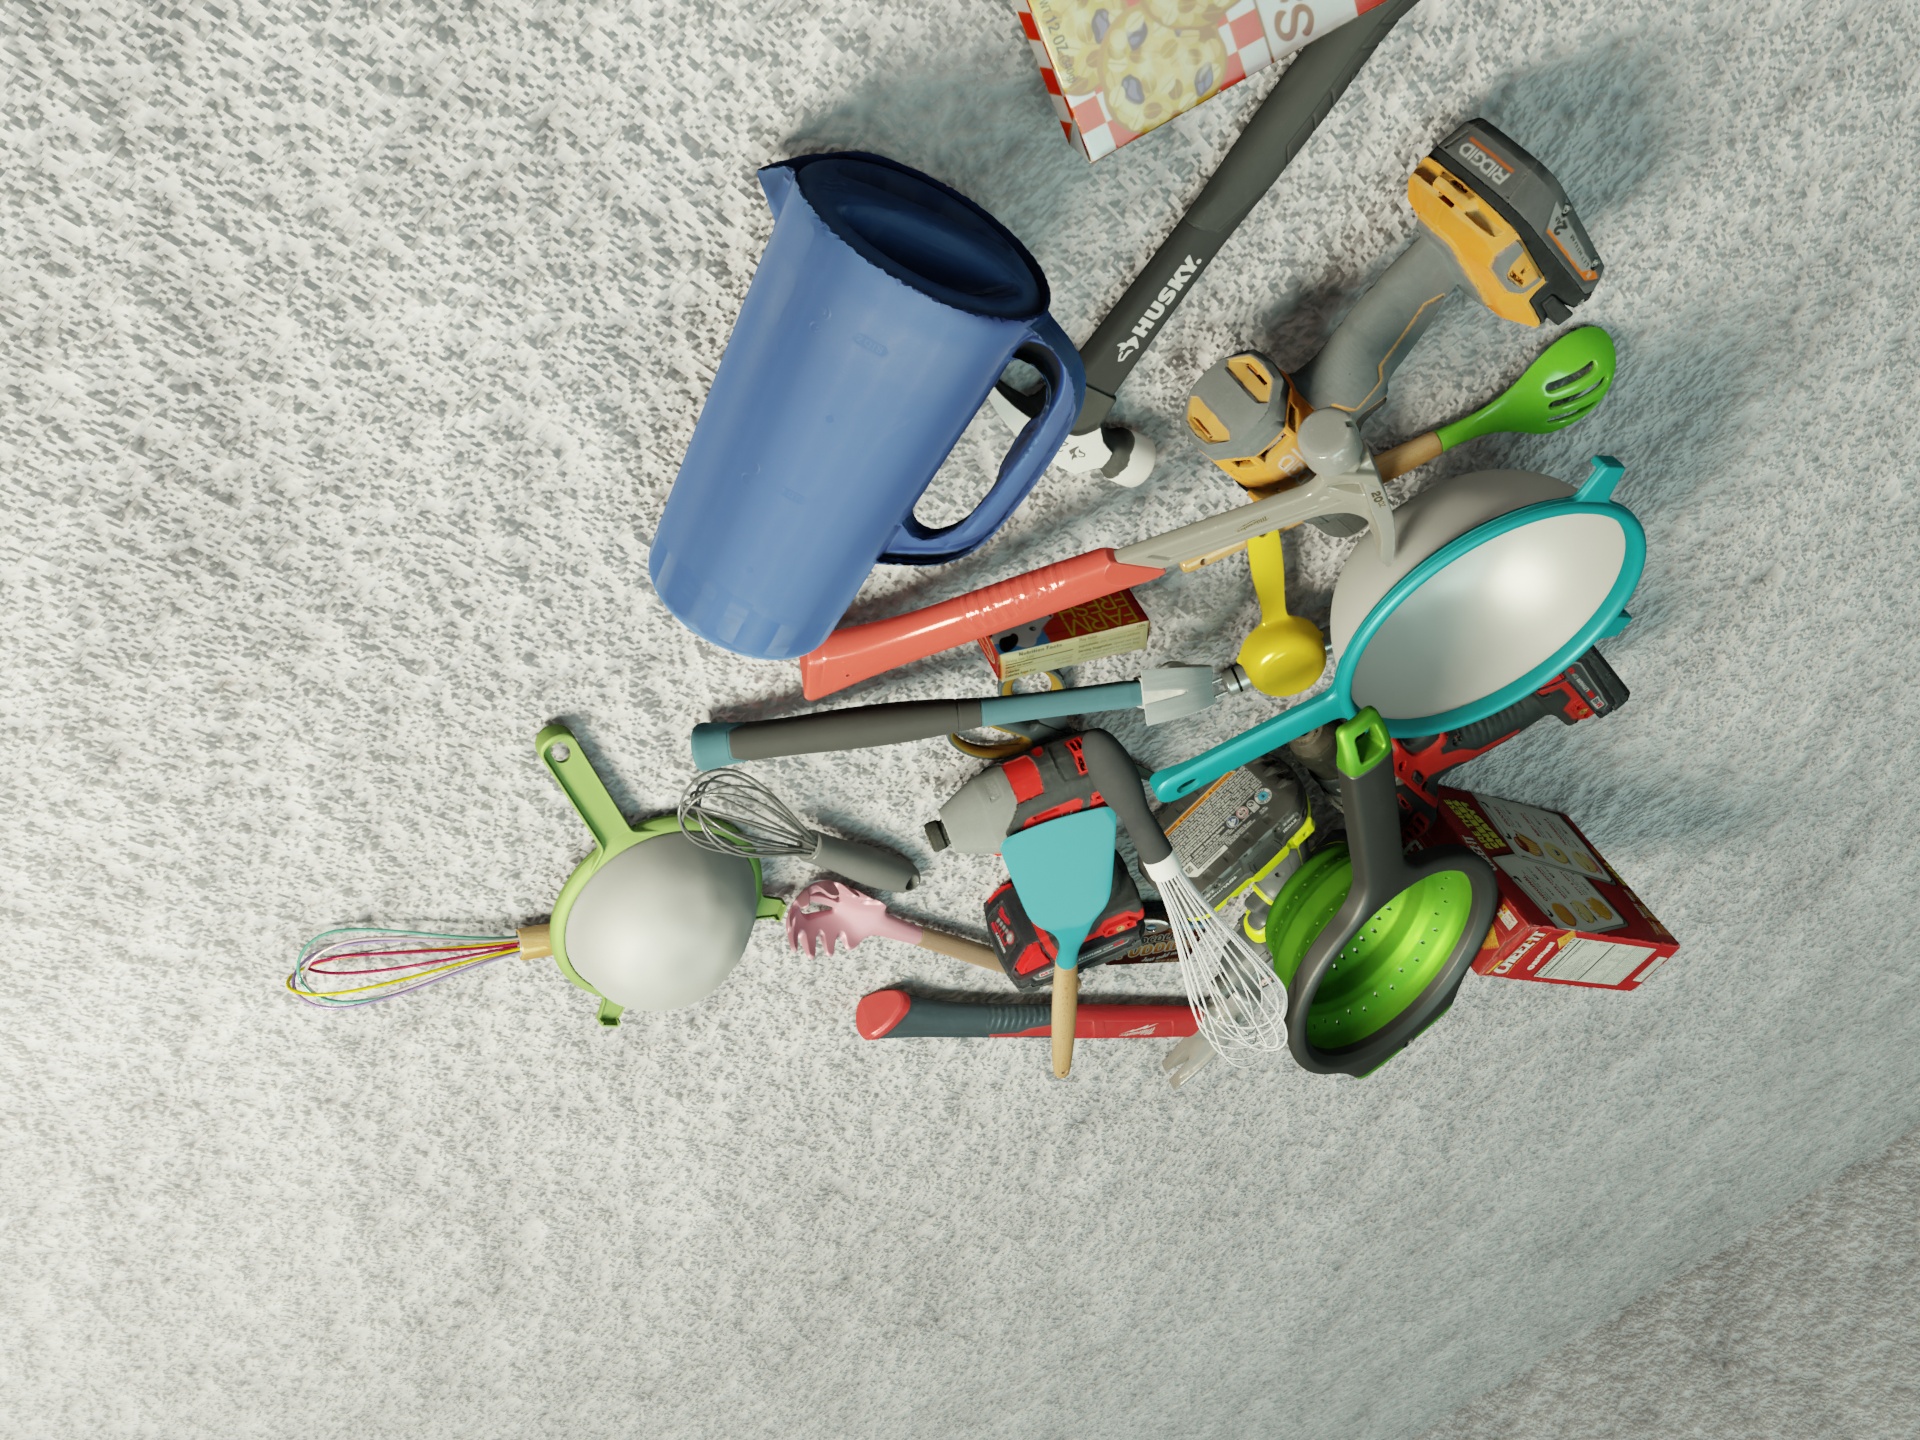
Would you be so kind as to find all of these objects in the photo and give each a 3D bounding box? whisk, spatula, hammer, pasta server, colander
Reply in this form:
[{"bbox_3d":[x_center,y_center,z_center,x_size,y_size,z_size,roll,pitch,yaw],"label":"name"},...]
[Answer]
[{"bbox_3d":[0.149,0.122,1.075,0.070,0.070,0.284,-29,111,4],"label":"whisk"},{"bbox_3d":[0.075,0.179,1.165,0.082,0.044,0.317,-17,143,-11],"label":"spatula"},{"bbox_3d":[0.134,-0.273,0.833,0.146,0.035,0.334,15,125,-38],"label":"hammer"},{"bbox_3d":[-0.002,-0.003,0.998,0.331,0.128,0.033,-7,93,-4],"label":"hammer"},{"bbox_3d":[-0.101,0.082,1.079,0.055,0.055,0.238,-41,144,17],"label":"whisk"},{"bbox_3d":[0.078,0.268,1.370,0.386,0.038,0.143,7,131,-32],"label":"hammer"},{"bbox_3d":[-0.316,0.150,1.054,0.245,0.051,0.047,-7,171,-26],"label":"whisk"},{"bbox_3d":[-0.011,0.176,1.221,0.316,0.040,0.060,24,109,-40],"label":"pasta server"},{"bbox_3d":[0.278,0.108,1.144,0.204,0.095,0.396,-35,137,-12],"label":"colander"},{"bbox_3d":[0.070,-0.078,0.931,0.359,0.037,0.149,-18,155,17],"label":"hammer"}]

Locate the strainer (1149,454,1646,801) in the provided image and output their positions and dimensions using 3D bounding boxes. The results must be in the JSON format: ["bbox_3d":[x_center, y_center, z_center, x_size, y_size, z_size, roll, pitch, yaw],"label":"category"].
[{"bbox_3d":[0.263,-0.060,1.028,0.340,0.095,0.210,-28,145,8],"label":"strainer"}]

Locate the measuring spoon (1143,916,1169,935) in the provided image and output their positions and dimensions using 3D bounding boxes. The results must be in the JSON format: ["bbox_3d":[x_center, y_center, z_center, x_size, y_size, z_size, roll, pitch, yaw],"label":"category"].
[{"bbox_3d":[0.105,0.172,1.267,0.124,0.018,0.034,-7,130,8],"label":"measuring spoon"}]

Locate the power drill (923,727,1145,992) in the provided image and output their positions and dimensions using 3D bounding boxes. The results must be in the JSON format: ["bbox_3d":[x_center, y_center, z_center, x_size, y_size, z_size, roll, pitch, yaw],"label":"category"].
[{"bbox_3d":[0.058,0.102,1.146,0.143,0.079,0.219,-22,142,-4],"label":"power drill"}]

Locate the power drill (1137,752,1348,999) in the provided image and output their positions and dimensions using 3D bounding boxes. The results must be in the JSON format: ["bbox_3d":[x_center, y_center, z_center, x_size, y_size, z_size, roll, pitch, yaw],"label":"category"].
[{"bbox_3d":[0.235,0.130,1.258,0.171,0.080,0.223,-44,139,2],"label":"power drill"}]

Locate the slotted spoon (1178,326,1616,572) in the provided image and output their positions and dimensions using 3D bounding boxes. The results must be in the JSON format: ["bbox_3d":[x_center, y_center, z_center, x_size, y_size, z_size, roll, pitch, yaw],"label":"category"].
[{"bbox_3d":[0.284,-0.166,1.026,0.314,0.031,0.070,-25,135,2],"label":"slotted spoon"}]

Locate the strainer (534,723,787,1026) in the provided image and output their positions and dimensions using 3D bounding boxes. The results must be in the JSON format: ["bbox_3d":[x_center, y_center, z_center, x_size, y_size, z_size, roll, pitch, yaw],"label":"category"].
[{"bbox_3d":[-0.202,0.105,1.018,0.151,0.069,0.256,-32,136,-13],"label":"strainer"}]

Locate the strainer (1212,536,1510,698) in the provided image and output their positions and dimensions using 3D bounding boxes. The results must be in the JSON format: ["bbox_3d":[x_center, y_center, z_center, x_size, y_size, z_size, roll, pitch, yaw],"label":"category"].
[{"bbox_3d":[0.288,-0.072,1.117,0.258,0.050,0.086,-24,126,7],"label":"strainer"}]

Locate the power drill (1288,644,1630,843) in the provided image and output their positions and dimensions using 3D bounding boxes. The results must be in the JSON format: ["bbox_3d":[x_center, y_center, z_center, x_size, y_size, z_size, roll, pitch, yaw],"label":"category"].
[{"bbox_3d":[0.366,-0.006,1.199,0.226,0.080,0.187,-38,137,19],"label":"power drill"}]

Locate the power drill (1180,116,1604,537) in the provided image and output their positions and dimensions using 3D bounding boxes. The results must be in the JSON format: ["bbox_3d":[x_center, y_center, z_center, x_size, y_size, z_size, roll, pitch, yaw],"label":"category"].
[{"bbox_3d":[0.252,-0.205,0.915,0.226,0.084,0.185,-44,145,16],"label":"power drill"}]

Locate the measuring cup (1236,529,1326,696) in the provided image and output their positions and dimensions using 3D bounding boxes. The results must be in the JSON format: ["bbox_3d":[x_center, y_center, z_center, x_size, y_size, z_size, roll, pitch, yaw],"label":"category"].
[{"bbox_3d":[0.210,-0.073,1.051,0.062,0.029,0.156,-17,137,4],"label":"measuring cup"}]
